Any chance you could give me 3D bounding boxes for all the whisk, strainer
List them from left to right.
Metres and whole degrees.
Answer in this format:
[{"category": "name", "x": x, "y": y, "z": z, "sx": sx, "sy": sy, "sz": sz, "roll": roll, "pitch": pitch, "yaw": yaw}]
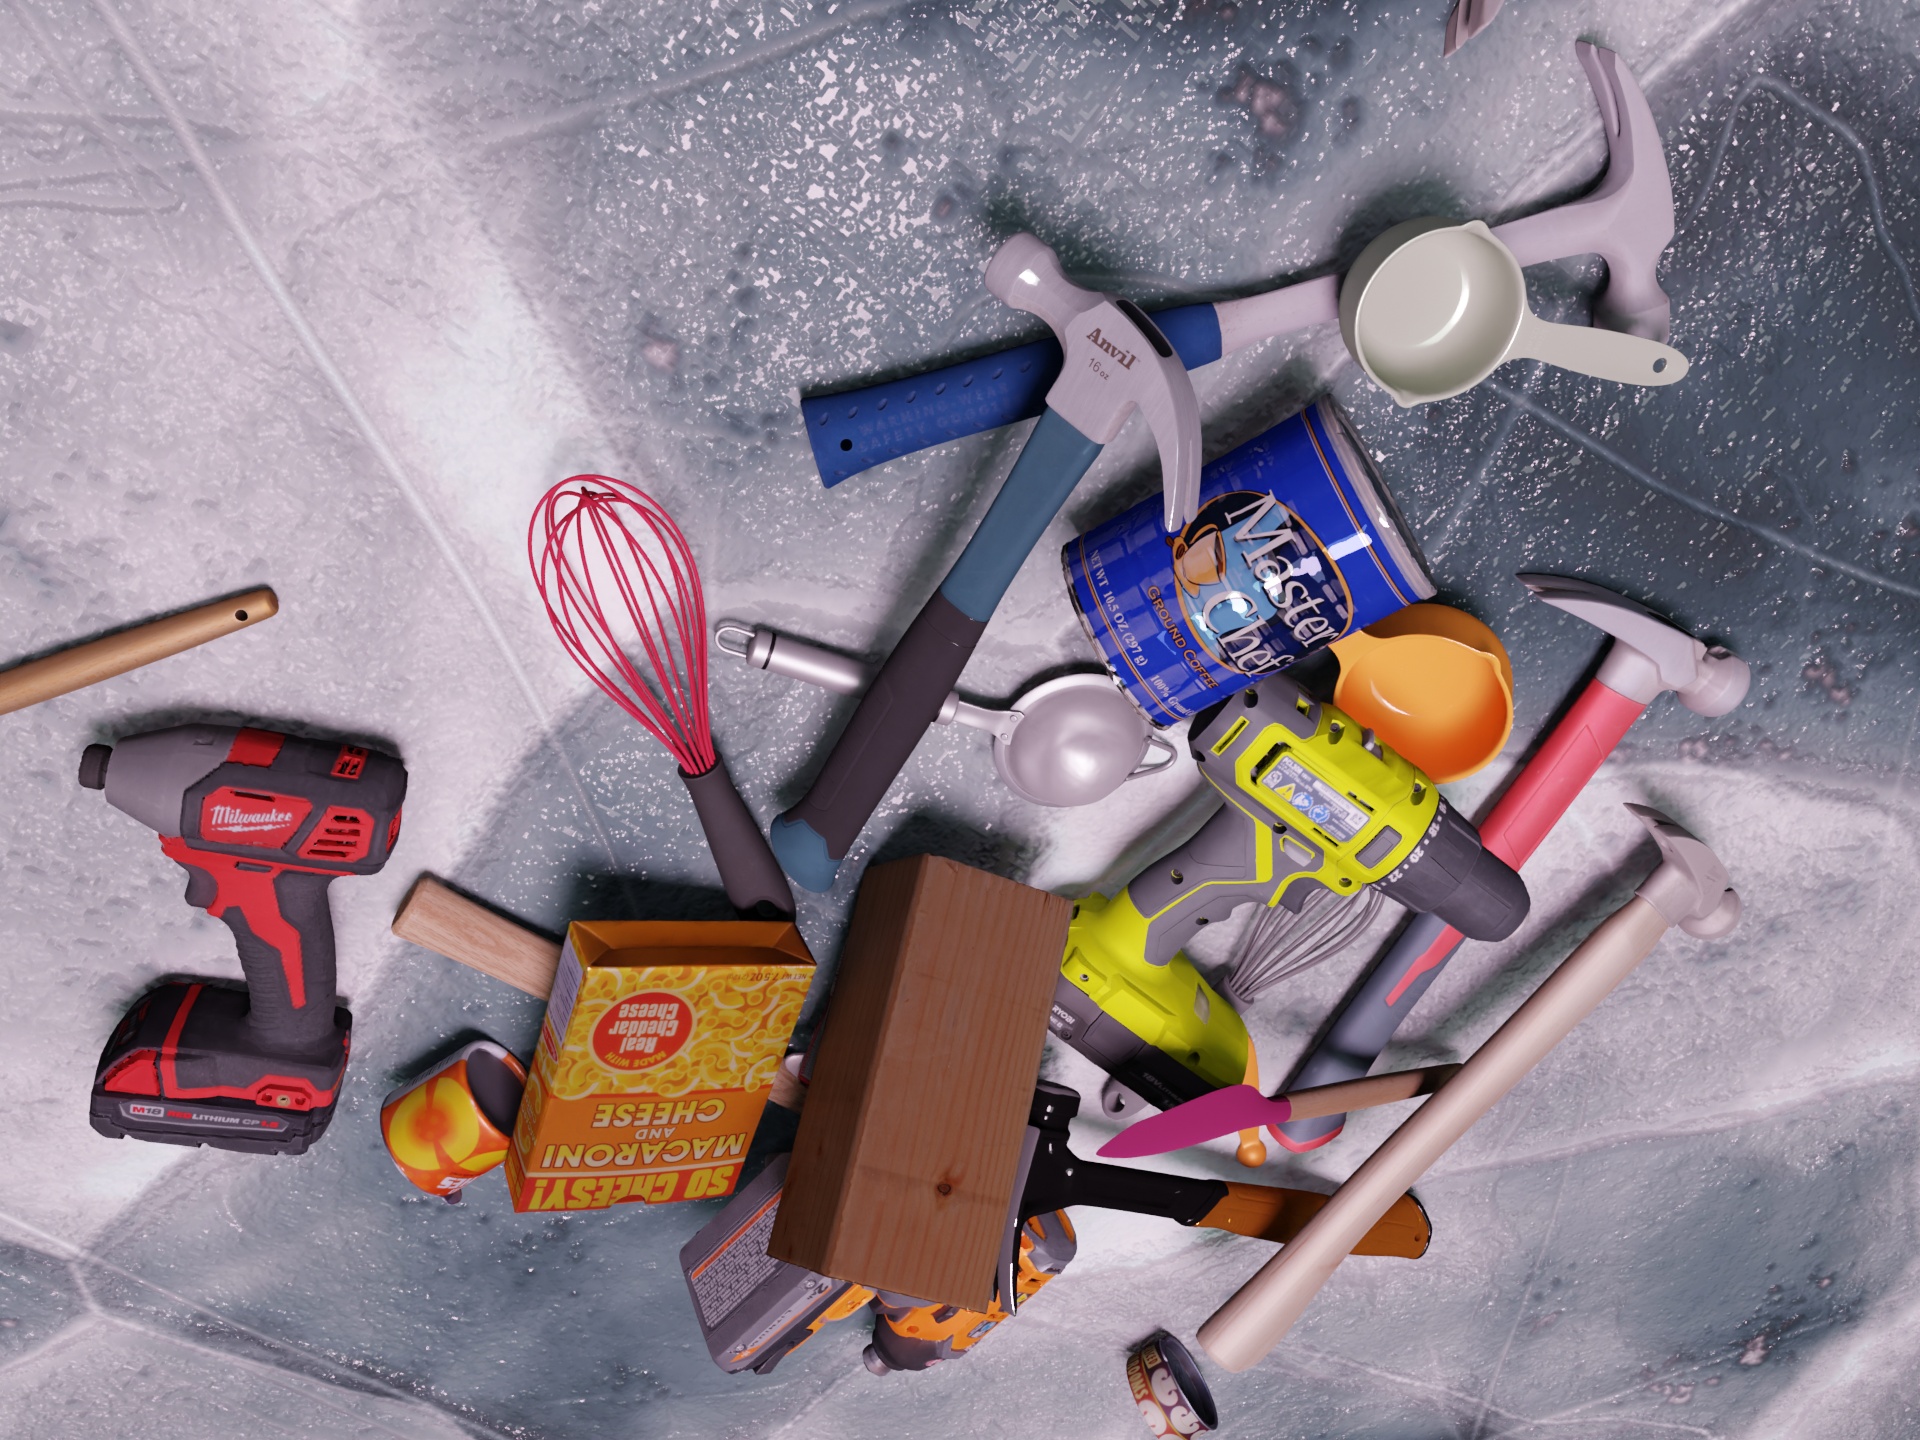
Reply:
[{"category": "whisk", "x": -0.134, "y": 0.007, "z": 0.781, "sx": 0.073, "sy": 0.073, "sz": 0.295, "roll": -17, "pitch": 127, "yaw": 0}, {"category": "strainer", "x": -0.001, "y": -0.003, "z": 0.807, "sx": 0.258, "sy": 0.050, "sz": 0.086, "roll": 17, "pitch": 120, "yaw": -15}, {"category": "whisk", "x": 0.158, "y": 0.155, "z": 0.923, "sx": 0.055, "sy": 0.055, "sz": 0.239, "roll": 29, "pitch": 116, "yaw": -23}]

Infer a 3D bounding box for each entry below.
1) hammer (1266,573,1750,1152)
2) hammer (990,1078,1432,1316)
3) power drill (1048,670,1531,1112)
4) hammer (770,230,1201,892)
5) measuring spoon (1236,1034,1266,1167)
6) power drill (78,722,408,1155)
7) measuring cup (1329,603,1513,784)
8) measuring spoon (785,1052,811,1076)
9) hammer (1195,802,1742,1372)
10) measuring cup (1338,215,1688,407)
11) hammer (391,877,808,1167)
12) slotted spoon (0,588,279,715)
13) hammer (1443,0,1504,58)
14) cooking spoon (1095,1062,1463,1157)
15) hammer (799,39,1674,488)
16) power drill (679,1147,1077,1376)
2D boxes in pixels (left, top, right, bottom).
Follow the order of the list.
[{"category": "hammer", "x": 0.275, "y": 0.098, "z": 0.912, "sx": 0.143, "sy": 0.038, "sz": 0.386, "roll": 21, "pitch": 114, "yaw": -19}, {"category": "hammer", "x": 0.163, "y": 0.306, "z": 0.973, "sx": 0.336, "sy": 0.034, "sz": 0.127, "roll": 17, "pitch": 83, "yaw": -30}, {"category": "power drill", "x": 0.159, "y": 0.101, "z": 0.833, "sx": 0.190, "sy": 0.080, "sz": 0.228, "roll": 37, "pitch": 117, "yaw": -4}, {"category": "hammer", "x": -0.005, "y": -0.045, "z": 0.726, "sx": 0.128, "sy": 0.033, "sz": 0.331, "roll": 40, "pitch": 122, "yaw": 11}, {"category": "measuring spoon", "x": 0.179, "y": 0.238, "z": 0.991, "sx": 0.021, "sy": 0.011, "sz": 0.116, "roll": -13, "pitch": 121, "yaw": -2}, {"category": "power drill", "x": -0.362, "y": 0.103, "z": 0.787, "sx": 0.143, "sy": 0.079, "sz": 0.219, "roll": 11, "pitch": 115, "yaw": -16}, {"category": "measuring cup", "x": 0.208, "y": -0.045, "z": 0.814, "sx": 0.173, "sy": 0.052, "sz": 0.095, "roll": 43, "pitch": 125, "yaw": -5}, {"category": "measuring spoon", "x": -0.047, "y": 0.219, "z": 0.900, "sx": 0.124, "sy": 0.018, "sz": 0.034, "roll": 30, "pitch": 110, "yaw": -22}, {"category": "hammer", "x": 0.282, "y": 0.222, "z": 0.920, "sx": 0.410, "sy": 0.038, "sz": 0.146, "roll": -48, "pitch": 135, "yaw": 6}, {"category": "measuring cup", "x": 0.246, "y": -0.176, "z": 0.707, "sx": 0.167, "sy": 0.038, "sz": 0.083, "roll": 8, "pitch": 119, "yaw": -16}, {"category": "hammer", "x": -0.159, "y": 0.175, "z": 0.887, "sx": 0.331, "sy": 0.031, "sz": 0.130, "roll": 31, "pitch": 110, "yaw": -24}, {"category": "slotted spoon", "x": -0.465, "y": -0.003, "z": 0.735, "sx": 0.314, "sy": 0.031, "sz": 0.070, "roll": -19, "pitch": 118, "yaw": 0}, {"category": "hammer", "x": 0.049, "y": -0.368, "z": 0.578, "sx": 0.359, "sy": 0.037, "sz": 0.149, "roll": 13, "pitch": 85, "yaw": -12}, {"category": "cooking spoon", "x": 0.195, "y": 0.213, "z": 0.885, "sx": 0.318, "sy": 0.017, "sz": 0.068, "roll": 3, "pitch": 141, "yaw": -42}, {"category": "hammer", "x": 0.125, "y": -0.186, "z": 0.723, "sx": 0.405, "sy": 0.035, "sz": 0.144, "roll": -16, "pitch": 121, "yaw": 0}, {"category": "power drill", "x": -0.053, "y": 0.333, "z": 0.940, "sx": 0.164, "sy": 0.084, "sz": 0.226, "roll": -46, "pitch": 138, "yaw": 17}]
